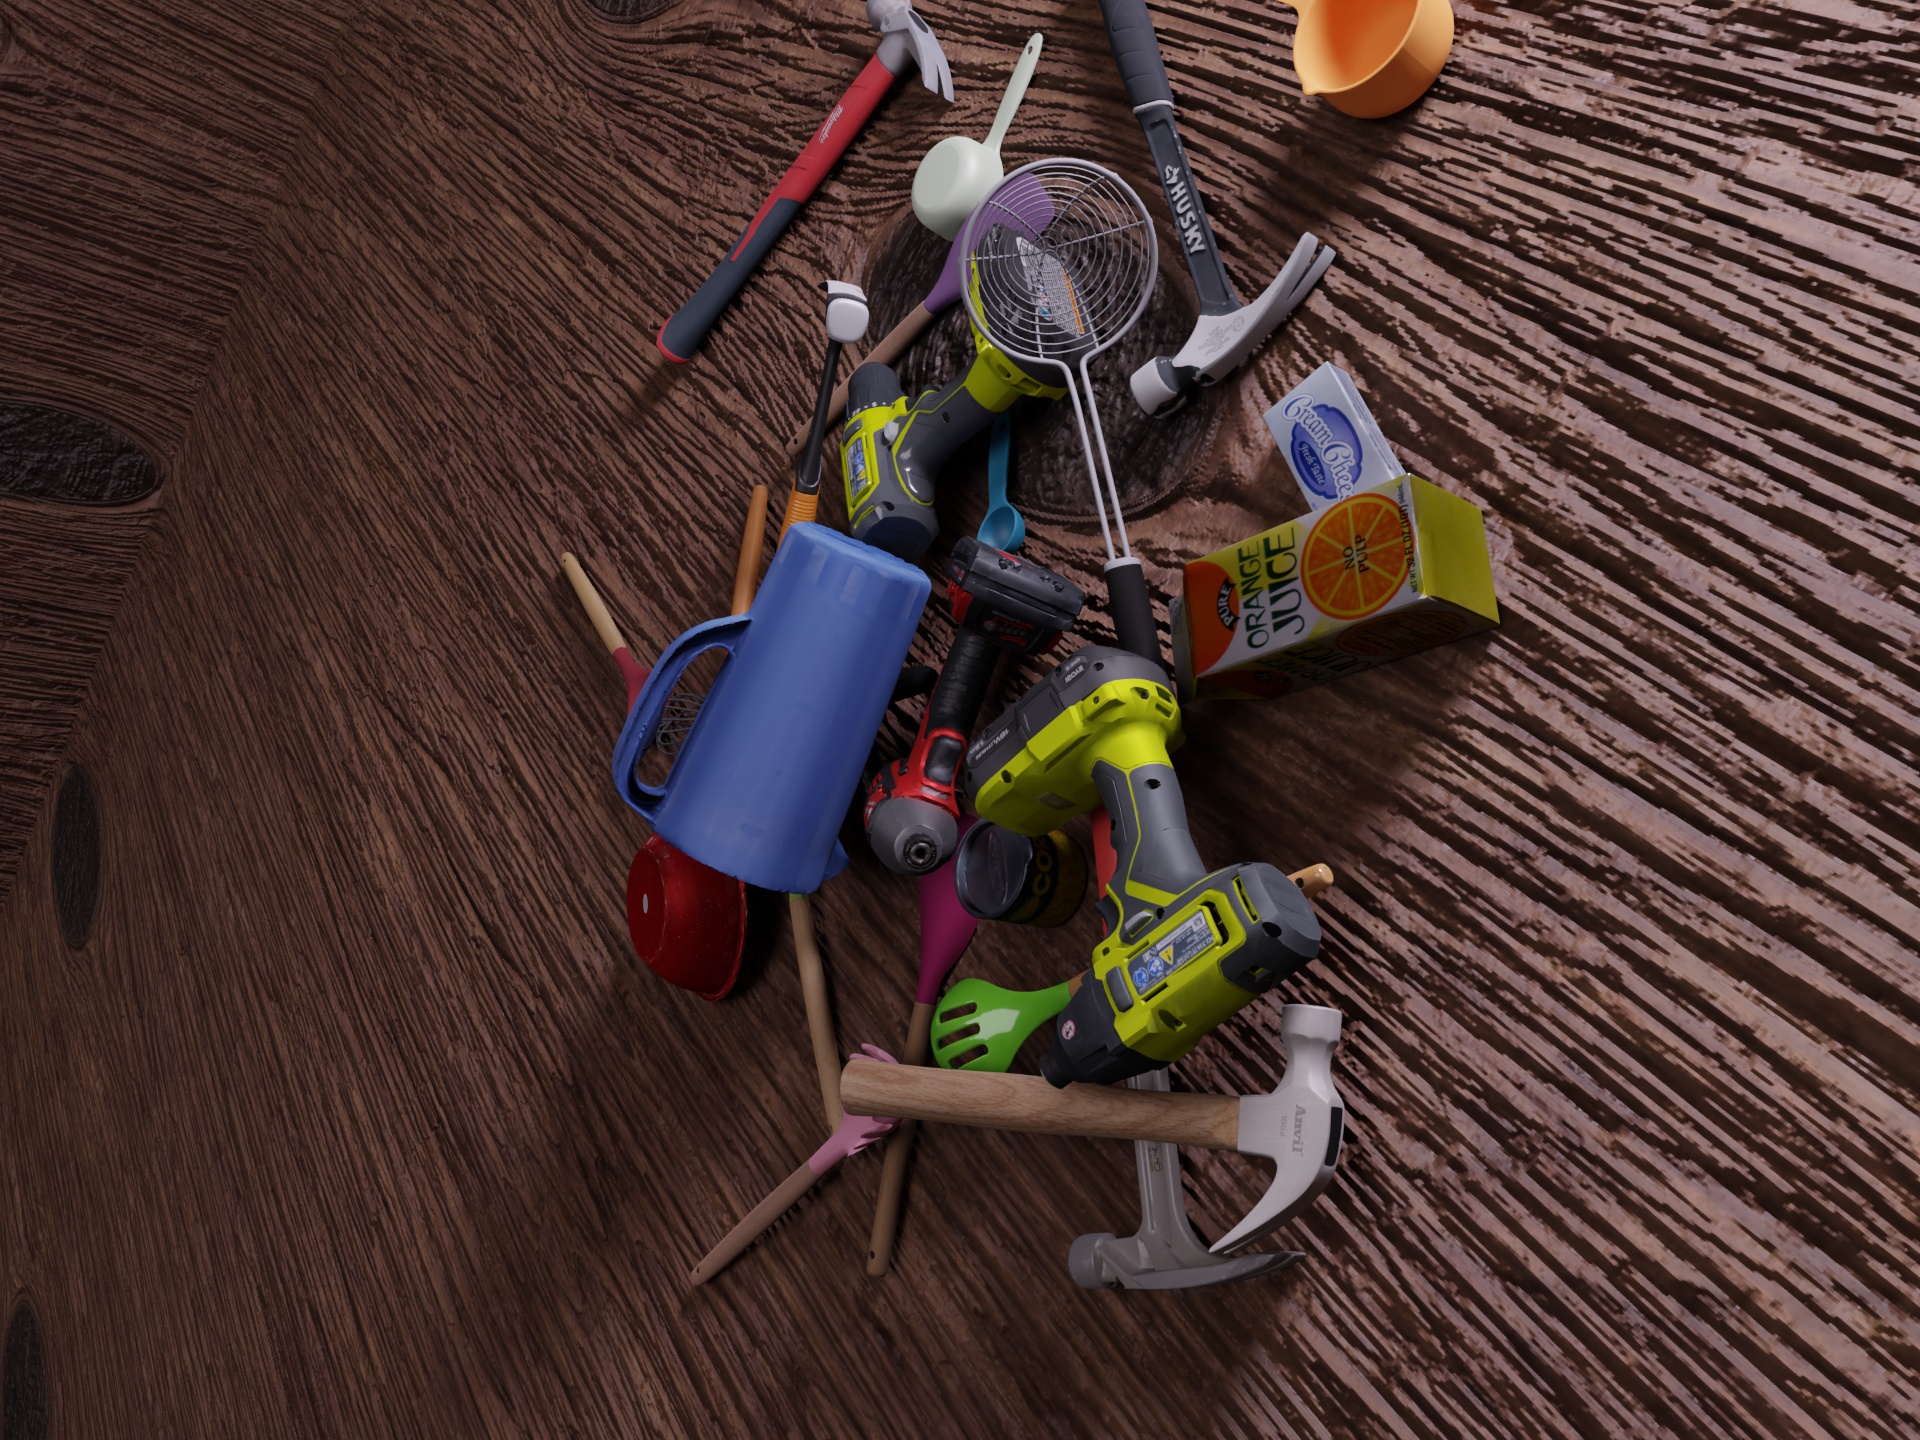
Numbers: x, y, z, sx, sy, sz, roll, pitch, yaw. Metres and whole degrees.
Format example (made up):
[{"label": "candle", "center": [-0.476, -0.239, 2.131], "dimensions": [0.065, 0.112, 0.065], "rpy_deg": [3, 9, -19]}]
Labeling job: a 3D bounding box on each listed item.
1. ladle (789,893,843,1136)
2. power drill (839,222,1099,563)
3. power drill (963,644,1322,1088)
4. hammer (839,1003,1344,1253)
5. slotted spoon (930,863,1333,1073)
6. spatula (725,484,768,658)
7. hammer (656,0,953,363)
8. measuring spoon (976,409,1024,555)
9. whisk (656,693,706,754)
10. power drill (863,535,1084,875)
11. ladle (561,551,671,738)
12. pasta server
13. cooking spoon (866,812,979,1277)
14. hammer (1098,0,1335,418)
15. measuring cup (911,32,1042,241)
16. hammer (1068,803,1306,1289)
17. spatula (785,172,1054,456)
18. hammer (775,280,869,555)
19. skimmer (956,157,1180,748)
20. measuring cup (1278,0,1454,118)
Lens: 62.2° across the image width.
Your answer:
[{"label": "ladle", "center": [-0.128, 0.163, 1.193], "dimensions": [0.078, 0.062, 0.320], "rpy_deg": [123, 139, -57]}, {"label": "power drill", "center": [-0.010, -0.247, 1.166], "dimensions": [0.228, 0.080, 0.191], "rpy_deg": [-42, 42, 35]}, {"label": "power drill", "center": [0.085, 0.083, 0.891], "dimensions": [0.171, 0.080, 0.223], "rpy_deg": [-41, 45, 23]}, {"label": "hammer", "center": [0.061, 0.225, 0.913], "dimensions": [0.331, 0.031, 0.130], "rpy_deg": [-5, 71, 37]}, {"label": "slotted spoon", "center": [0.086, 0.148, 0.931], "dimensions": [0.313, 0.031, 0.070], "rpy_deg": [-32, 64, 36]}, {"label": "spatula", "center": [-0.187, -0.075, 1.277], "dimensions": [0.081, 0.041, 0.323], "rpy_deg": [120, 159, -49]}, {"label": "hammer", "center": [-0.150, -0.452, 1.408], "dimensions": [0.386, 0.038, 0.143], "rpy_deg": [-44, 52, 30]}, {"label": "measuring spoon", "center": [0.034, -0.169, 1.146], "dimensions": [0.042, 0.021, 0.129], "rpy_deg": [-26, 52, 44]}, {"label": "whisk", "center": [-0.187, 0.002, 1.289], "dimensions": [0.239, 0.055, 0.055], "rpy_deg": [-3, 76, 53]}, {"label": "power drill", "center": [-0.002, -0.003, 1.050], "dimensions": [0.143, 0.078, 0.219], "rpy_deg": [-116, 48, -77]}, {"label": "ladle", "center": [-0.331, -0.077, 1.504], "dimensions": [0.069, 0.031, 0.316], "rpy_deg": [-55, 43, 17]}, {"label": "pasta server", "center": [-0.122, 0.329, 1.133], "dimensions": [0.316, 0.040, 0.060], "rpy_deg": [-49, 37, 34]}, {"label": "cooking spoon", "center": [-0.029, 0.220, 1.094], "dimensions": [0.069, 0.017, 0.319], "rpy_deg": [3, 81, 49]}, {"label": "hammer", "center": [0.139, -0.406, 1.083], "dimensions": [0.149, 0.036, 0.409], "rpy_deg": [-33, 56, 36]}, {"label": "measuring cup", "center": [0.014, -0.456, 1.229], "dimensions": [0.083, 0.038, 0.167], "rpy_deg": [43, 112, 45]}, {"label": "hammer", "center": [0.112, 0.149, 0.949], "dimensions": [0.149, 0.036, 0.359], "rpy_deg": [-23, 63, 41]}, {"label": "spatula", "center": [-0.042, -0.312, 1.262], "dimensions": [0.316, 0.018, 0.060], "rpy_deg": [-40, 69, 33]}, {"label": "hammer", "center": [-0.125, -0.173, 1.247], "dimensions": [0.127, 0.034, 0.336], "rpy_deg": [-107, 29, -66]}, {"label": "skimmer", "center": [0.088, -0.161, 0.982], "dimensions": [0.090, 0.127, 0.363], "rpy_deg": [90, 168, -80]}, {"label": "measuring cup", "center": [0.232, -0.431, 0.978], "dimensions": [0.095, 0.052, 0.174], "rpy_deg": [-56, 43, 21]}]
